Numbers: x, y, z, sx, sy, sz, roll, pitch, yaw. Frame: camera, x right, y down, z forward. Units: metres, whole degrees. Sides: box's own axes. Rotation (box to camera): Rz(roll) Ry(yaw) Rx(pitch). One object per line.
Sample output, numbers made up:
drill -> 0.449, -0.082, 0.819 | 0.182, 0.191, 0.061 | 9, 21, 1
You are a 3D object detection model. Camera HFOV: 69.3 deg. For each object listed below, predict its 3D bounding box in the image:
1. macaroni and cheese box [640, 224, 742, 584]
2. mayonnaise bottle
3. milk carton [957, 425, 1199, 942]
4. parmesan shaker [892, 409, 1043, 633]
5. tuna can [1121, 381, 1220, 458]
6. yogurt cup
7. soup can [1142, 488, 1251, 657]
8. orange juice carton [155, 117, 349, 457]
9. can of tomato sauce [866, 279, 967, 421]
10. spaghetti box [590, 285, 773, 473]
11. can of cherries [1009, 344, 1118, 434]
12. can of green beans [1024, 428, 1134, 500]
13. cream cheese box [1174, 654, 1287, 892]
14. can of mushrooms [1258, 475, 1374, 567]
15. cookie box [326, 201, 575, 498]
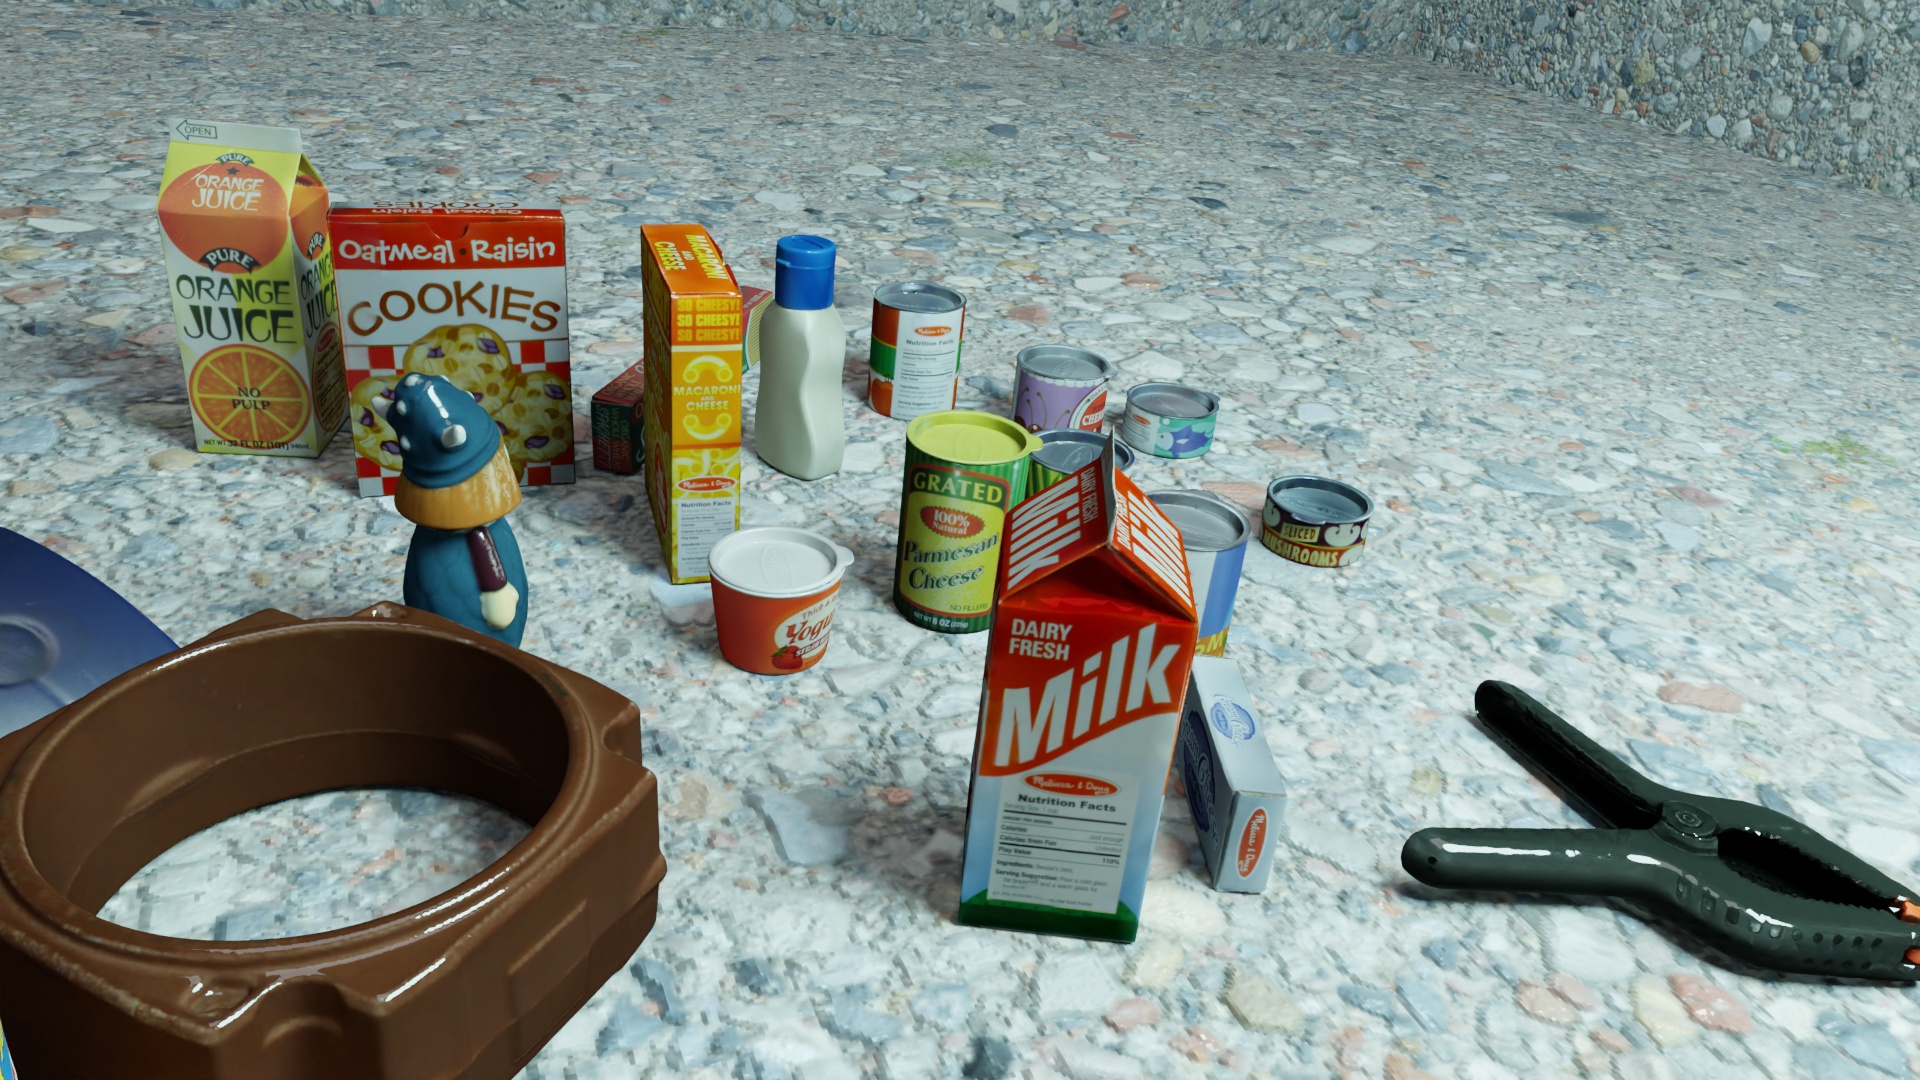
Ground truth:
macaroni and cheese box -> -0.150, -0.078, 0.772 | 0.040, 0.165, 0.124 | -4, 29, -19
mayonnaise bottle -> -0.099, -0.115, 0.872 | 0.065, 0.147, 0.041 | 28, 35, 36
milk carton -> 0.045, 0.056, 0.534 | 0.073, 0.189, 0.073 | 6, 28, 0
parmesan shaker -> 0.003, -0.009, 0.741 | 0.071, 0.102, 0.071 | 5, 28, -2
tuna can -> 0.151, -0.086, 0.991 | 0.071, 0.032, 0.071 | 5, 28, -2
yogurt cup -> -0.093, 0.031, 0.698 | 0.072, 0.053, 0.073 | 5, 28, -2
soup can -> 0.111, 0.024, 0.722 | 0.071, 0.083, 0.072 | 5, 28, -2
orange juice carton -> -0.419, -0.152, 0.828 | 0.072, 0.191, 0.073 | 2, 28, -8
can of tomato sauce -> -0.033, -0.136, 0.995 | 0.071, 0.082, 0.071 | 5, 28, -2
spaghetti box -> -0.187, -0.117, 0.962 | 0.029, 0.050, 0.251 | 11, 28, 9
can of cherries -> 0.071, -0.098, 0.970 | 0.071, 0.058, 0.072 | 5, 28, -2
can of green beans -> 0.068, -0.029, 0.839 | 0.071, 0.057, 0.071 | 5, 28, -2
cream cheese box -> 0.116, 0.100, 0.611 | 0.024, 0.053, 0.104 | 4, 28, -4
can of mushrooms -> 0.220, -0.012, 0.865 | 0.071, 0.033, 0.071 | 5, 28, -2
cookie box -> -0.290, -0.110, 0.803 | 0.123, 0.166, 0.040 | -5, 30, -21
